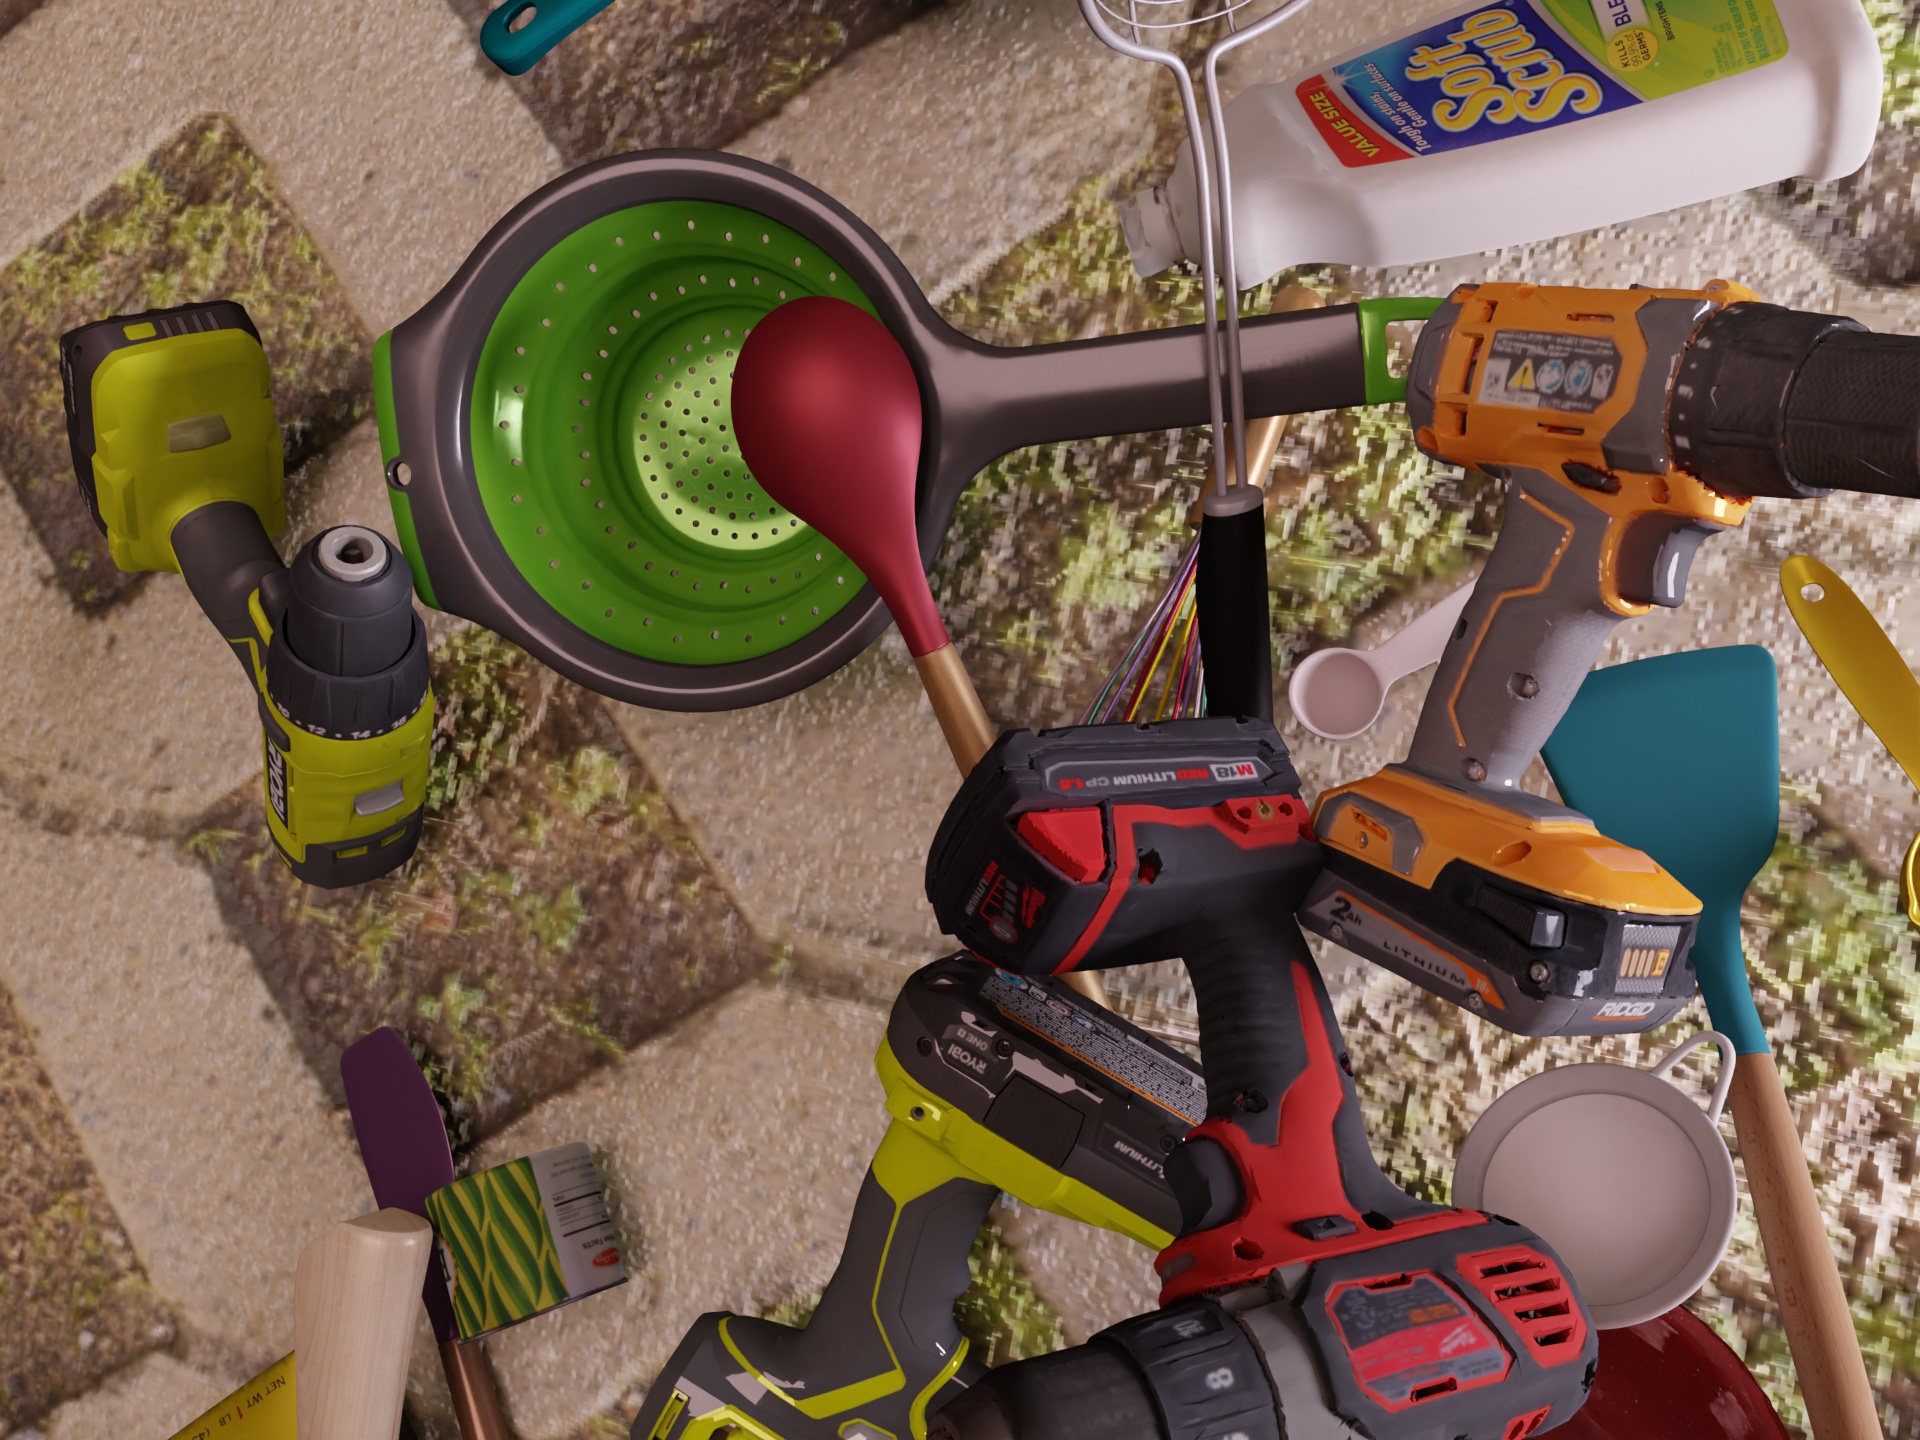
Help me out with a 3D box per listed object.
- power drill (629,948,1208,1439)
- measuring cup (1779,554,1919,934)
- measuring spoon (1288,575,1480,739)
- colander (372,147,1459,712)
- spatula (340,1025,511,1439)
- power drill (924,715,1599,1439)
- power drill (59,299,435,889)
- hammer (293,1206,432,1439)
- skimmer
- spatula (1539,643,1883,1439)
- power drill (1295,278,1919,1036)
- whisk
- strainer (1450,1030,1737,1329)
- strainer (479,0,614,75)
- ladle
[{"bbox_3d":[0.004,0.210,0.561,0.171,0.080,0.223,29,101,8],"label":"power drill"},{"bbox_3d":[0.320,0.012,0.535,0.062,0.029,0.157,-26,64,12],"label":"measuring cup"},{"bbox_3d":[0.178,-0.031,0.588,0.124,0.018,0.034,-31,74,4],"label":"measuring spoon"},{"bbox_3d":[-0.017,-0.119,0.613,0.397,0.094,0.204,-6,100,8],"label":"colander"},{"bbox_3d":[-0.198,0.277,0.651,0.060,0.018,0.316,-30,74,31],"label":"spatula"},{"bbox_3d":[0.057,0.112,0.459,0.187,0.080,0.227,-4,53,-24],"label":"power drill"},{"bbox_3d":[-0.287,-0.064,0.655,0.080,0.190,0.229,-23,65,-34],"label":"power drill"},{"bbox_3d":[-0.238,0.394,0.593,0.146,0.038,0.411,8,88,18],"label":"hammer"},{"bbox_3d":[0.100,-0.121,0.496,0.090,0.127,0.363,29,133,53],"label":"skimmer"},{"bbox_3d":[0.254,0.131,0.502,0.082,0.044,0.318,-12,64,17],"label":"spatula"},{"bbox_3d":[0.202,-0.019,0.484,0.185,0.084,0.226,25,106,55],"label":"power drill"},{"bbox_3d":[0.091,-0.051,0.600,0.051,0.047,0.245,19,85,22],"label":"whisk"},{"bbox_3d":[0.148,0.194,0.493,0.258,0.050,0.087,-39,36,-6],"label":"strainer"},{"bbox_3d":[-0.040,-0.351,0.658,0.340,0.095,0.211,-29,72,13],"label":"strainer"},{"bbox_3d":[-0.001,-0.002,0.573,0.069,0.031,0.315,-22,99,15],"label":"ladle"}]
